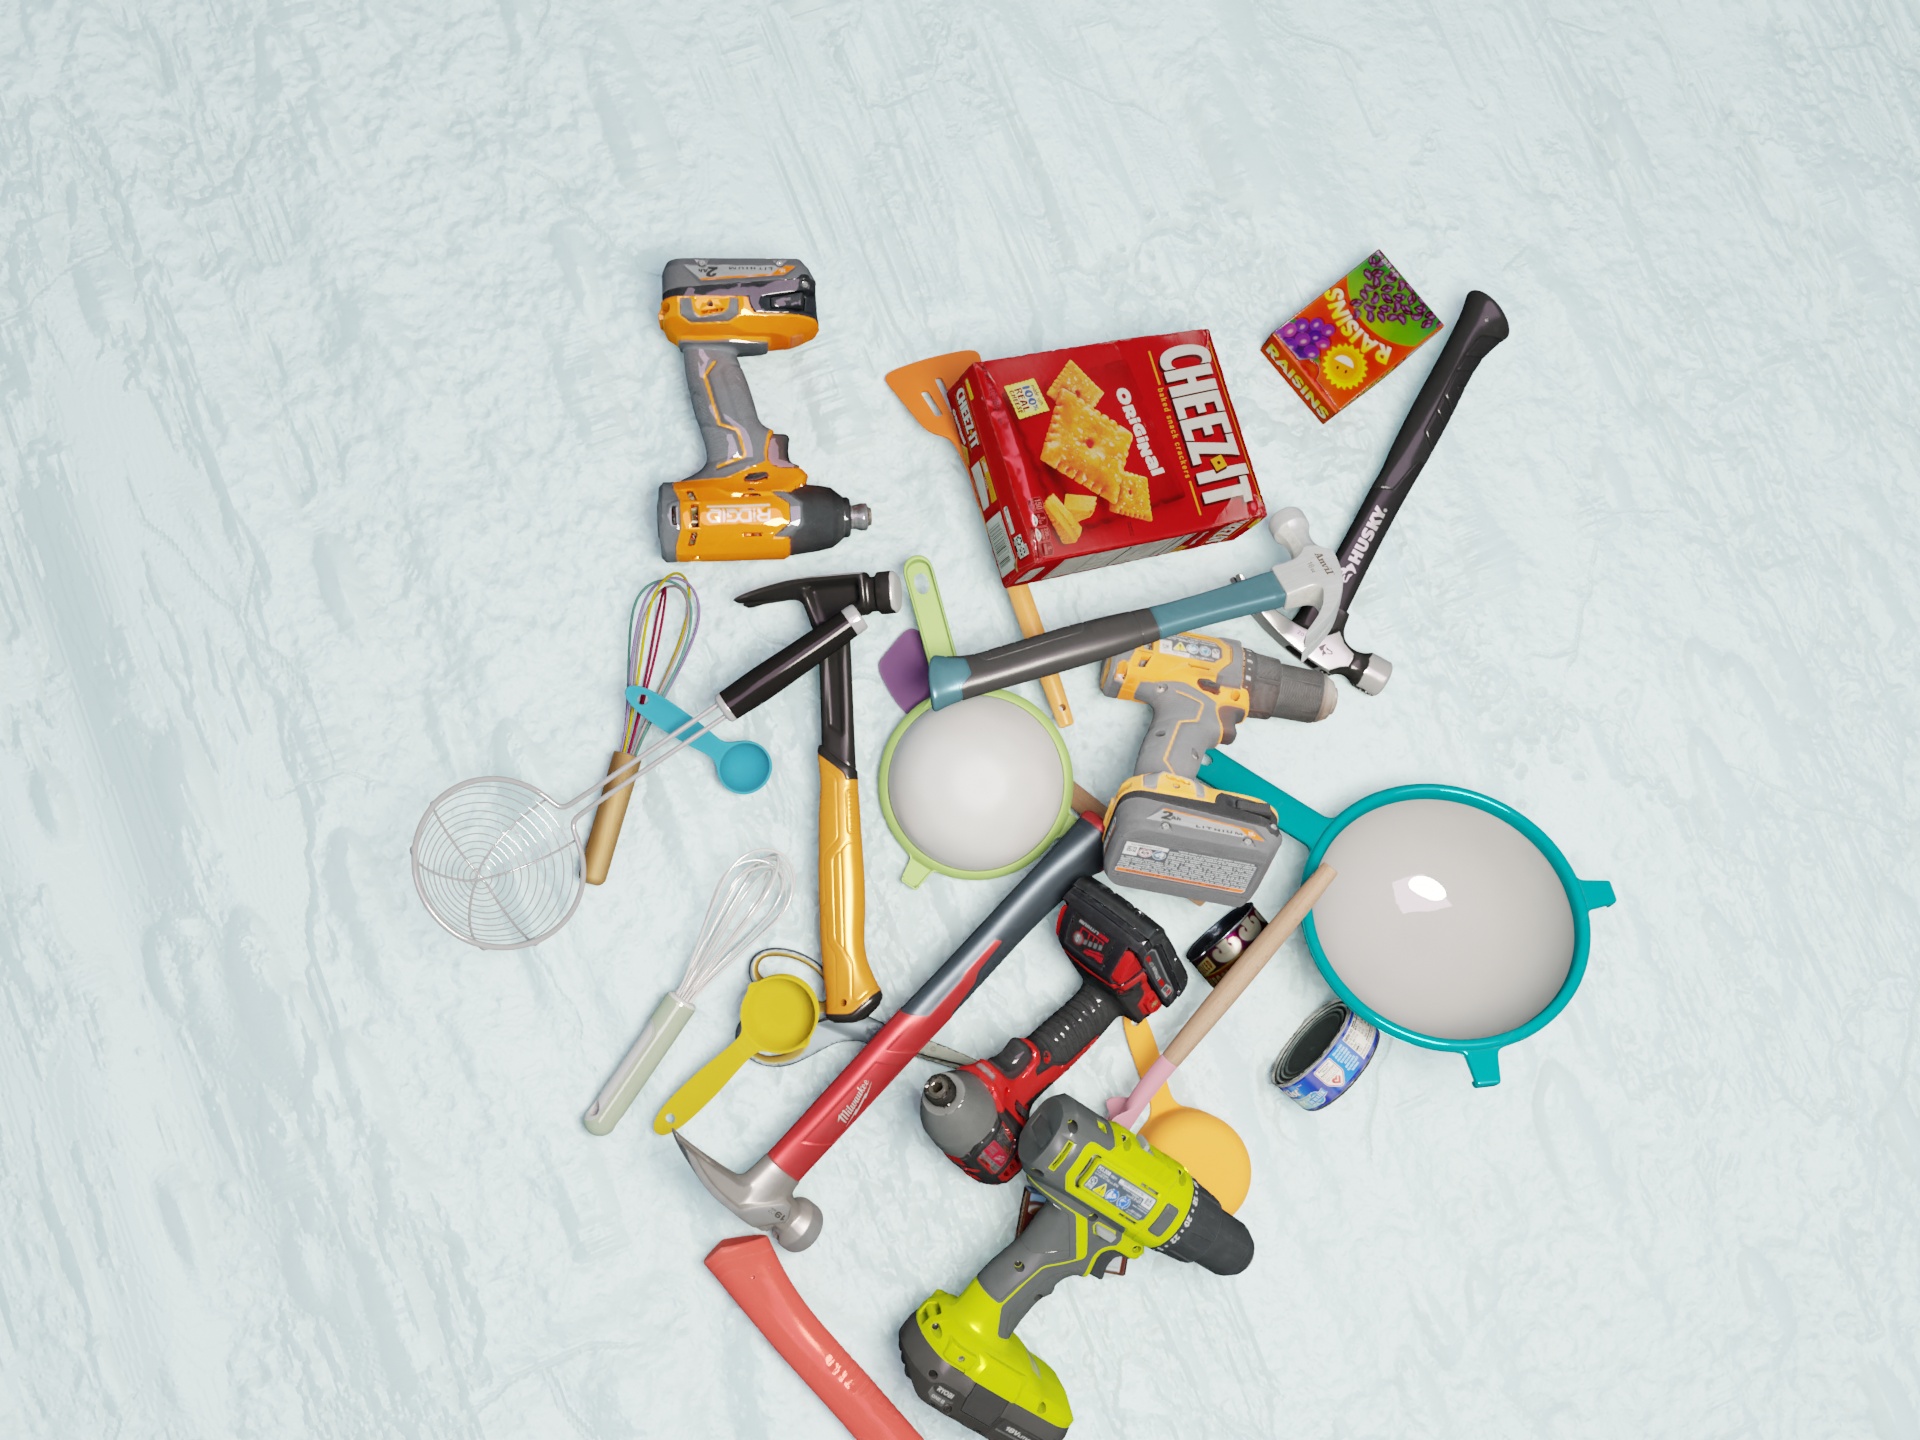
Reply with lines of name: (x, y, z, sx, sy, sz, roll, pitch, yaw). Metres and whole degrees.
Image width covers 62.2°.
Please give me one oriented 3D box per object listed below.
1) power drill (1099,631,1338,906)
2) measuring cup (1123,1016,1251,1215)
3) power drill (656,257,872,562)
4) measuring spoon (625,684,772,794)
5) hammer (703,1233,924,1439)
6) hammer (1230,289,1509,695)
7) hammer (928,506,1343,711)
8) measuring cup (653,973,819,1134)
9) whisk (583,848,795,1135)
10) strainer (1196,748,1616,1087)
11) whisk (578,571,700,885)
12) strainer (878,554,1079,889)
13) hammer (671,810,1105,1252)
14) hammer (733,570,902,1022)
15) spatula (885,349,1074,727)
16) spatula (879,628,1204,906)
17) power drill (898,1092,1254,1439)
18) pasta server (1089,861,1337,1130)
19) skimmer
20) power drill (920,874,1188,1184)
power drill: (0.195, 0.026, 1.192, 0.185, 0.084, 0.226, 11, 47, -3)
measuring cup: (0.161, 0.298, 1.198, 0.095, 0.052, 0.173, -18, 86, -9)
power drill: (-0.154, -0.236, 1.232, 0.164, 0.084, 0.226, -2, 86, -8)
measuring spoon: (-0.199, 0.010, 1.201, 0.128, 0.021, 0.042, 36, 90, -19)
hammer: (-0.062, 0.521, 1.149, 0.149, 0.036, 0.359, -42, 89, -10)
hammer: (0.347, -0.198, 1.286, 0.146, 0.035, 0.335, 29, 86, -1)
hammer: (0.131, -0.070, 1.190, 0.331, 0.033, 0.128, -16, 54, -9)
measuring cup: (-0.167, 0.248, 1.174, 0.156, 0.029, 0.062, -44, 88, 4)
whisk: (-0.202, 0.200, 1.177, 0.059, 0.058, 0.246, 38, 82, -31)
strainer: (0.308, 0.128, 1.232, 0.340, 0.095, 0.211, 34, 68, 20)
whisk: (-0.248, 0.004, 1.203, 0.051, 0.047, 0.245, 16, 83, -5)
strainer: (-0.002, -0.004, 1.202, 0.151, 0.069, 0.256, -15, 89, 0)
hammer: (-0.034, 0.204, 1.155, 0.386, 0.038, 0.143, -46, 123, -9)
hammer: (-0.099, 0.057, 1.197, 0.127, 0.034, 0.337, -5, 82, 11)
spatula: (0.029, -0.146, 1.255, 0.081, 0.041, 0.323, -18, 84, -10)
spatula: (0.066, 0.043, 1.244, 0.316, 0.018, 0.060, 38, 83, 1)
power drill: (0.083, 0.400, 1.130, 0.190, 0.080, 0.228, 36, 94, -15)
pasta server: (0.166, 0.225, 1.170, 0.040, 0.060, 0.316, 39, 94, -3)
skimmer: (-0.220, 0.027, 1.139, 0.363, 0.090, 0.127, -35, 95, -3)
power drill: (0.059, 0.228, 1.154, 0.079, 0.143, 0.220, 34, 76, 36)
